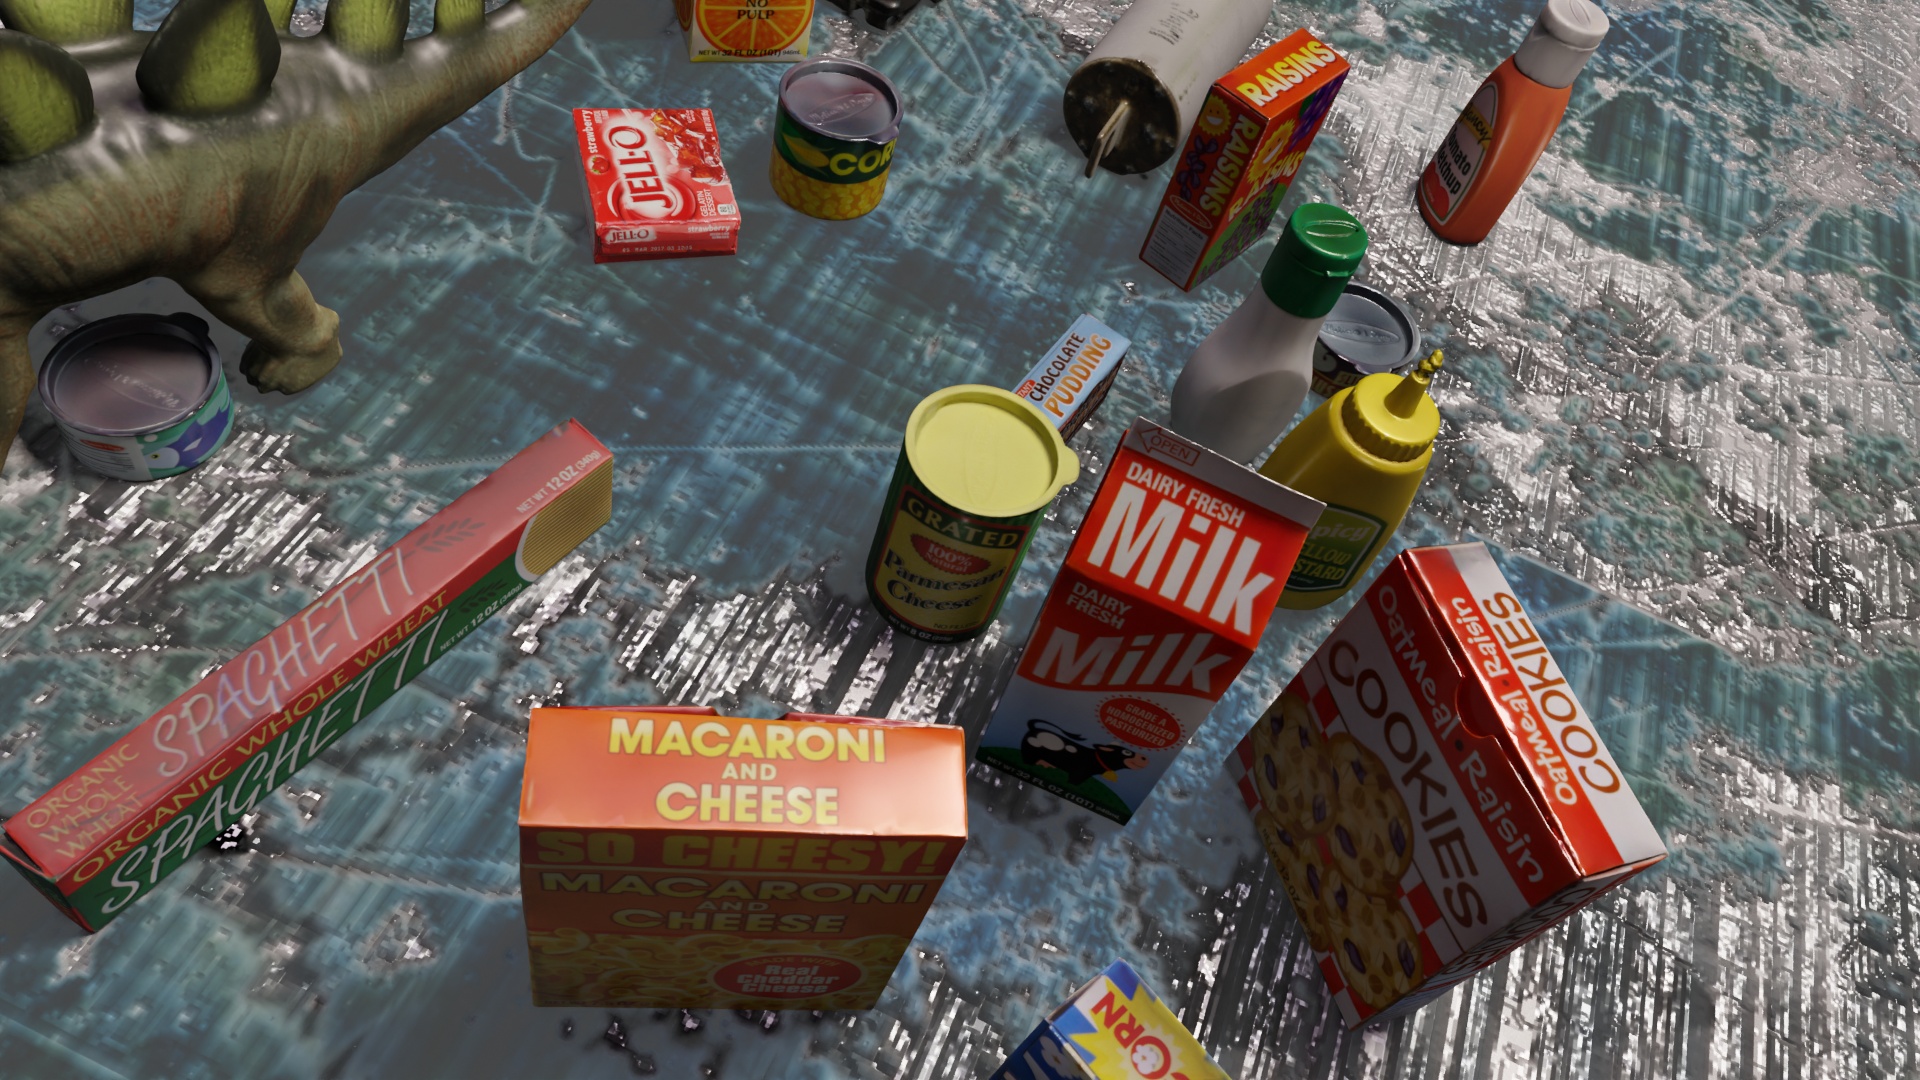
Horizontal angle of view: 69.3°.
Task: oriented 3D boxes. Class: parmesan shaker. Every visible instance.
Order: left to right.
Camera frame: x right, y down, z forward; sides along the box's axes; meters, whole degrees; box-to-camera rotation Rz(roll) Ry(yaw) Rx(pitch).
[{"bbox_3d":[0.002,-0.007,0.591,0.071,0.102,0.071,7,54,-10],"label":"parmesan shaker"}]

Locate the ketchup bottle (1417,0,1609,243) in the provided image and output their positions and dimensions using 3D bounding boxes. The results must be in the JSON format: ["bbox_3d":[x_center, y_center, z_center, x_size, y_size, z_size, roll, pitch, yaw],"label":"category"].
[{"bbox_3d":[0.325,-0.249,0.822,0.043,0.148,0.065,4,55,-12],"label":"ketchup bottle"}]

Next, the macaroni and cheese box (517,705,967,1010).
[{"bbox_3d":[-0.075,0.108,0.448,0.124,0.165,0.040,4,55,-12],"label":"macaroni and cheese box"}]

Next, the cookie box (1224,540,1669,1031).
[{"bbox_3d":[0.169,0.097,0.521,0.040,0.166,0.123,-8,58,-20],"label":"cookie box"}]

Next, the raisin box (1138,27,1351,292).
[{"bbox_3d":[0.154,-0.207,0.761,0.040,0.122,0.086,42,56,15],"label":"raisin box"}]

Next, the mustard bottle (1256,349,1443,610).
[{"bbox_3d":[0.169,-0.028,0.615,0.065,0.159,0.049,14,53,-5],"label":"mustard bottle"}]

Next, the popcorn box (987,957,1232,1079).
[{"bbox_3d":[0.072,0.211,0.465,0.038,0.084,0.127,-33,69,-31],"label":"popcorn box"}]

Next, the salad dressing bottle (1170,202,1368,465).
[{"bbox_3d":[0.147,-0.095,0.664,0.064,0.146,0.044,-3,57,-17],"label":"salad dressing bottle"}]

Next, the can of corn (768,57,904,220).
[{"bbox_3d":[-0.066,-0.214,0.747,0.071,0.058,0.071,7,54,-10],"label":"can of corn"}]

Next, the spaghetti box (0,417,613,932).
[{"bbox_3d":[-0.230,0.042,0.526,0.029,0.050,0.251,36,54,11],"label":"spaghetti box"}]

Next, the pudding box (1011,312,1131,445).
[{"bbox_3d":[0.046,-0.068,0.679,0.030,0.049,0.084,34,54,10],"label":"pudding box"}]

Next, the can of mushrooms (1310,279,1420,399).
[{"bbox_3d":[0.214,-0.107,0.763,0.071,0.033,0.071,7,54,-10],"label":"can of mushrooms"}]

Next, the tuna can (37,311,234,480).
[{"bbox_3d":[-0.340,-0.062,0.580,0.071,0.032,0.071,7,54,-10],"label":"tuna can"}]

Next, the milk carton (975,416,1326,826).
[{"bbox_3d":[0.069,0.027,0.529,0.072,0.189,0.074,25,53,3],"label":"milk carton"}]

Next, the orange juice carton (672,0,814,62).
[{"bbox_3d":[-0.114,-0.362,0.755,0.072,0.191,0.073,-8,58,-20],"label":"orange juice carton"}]
